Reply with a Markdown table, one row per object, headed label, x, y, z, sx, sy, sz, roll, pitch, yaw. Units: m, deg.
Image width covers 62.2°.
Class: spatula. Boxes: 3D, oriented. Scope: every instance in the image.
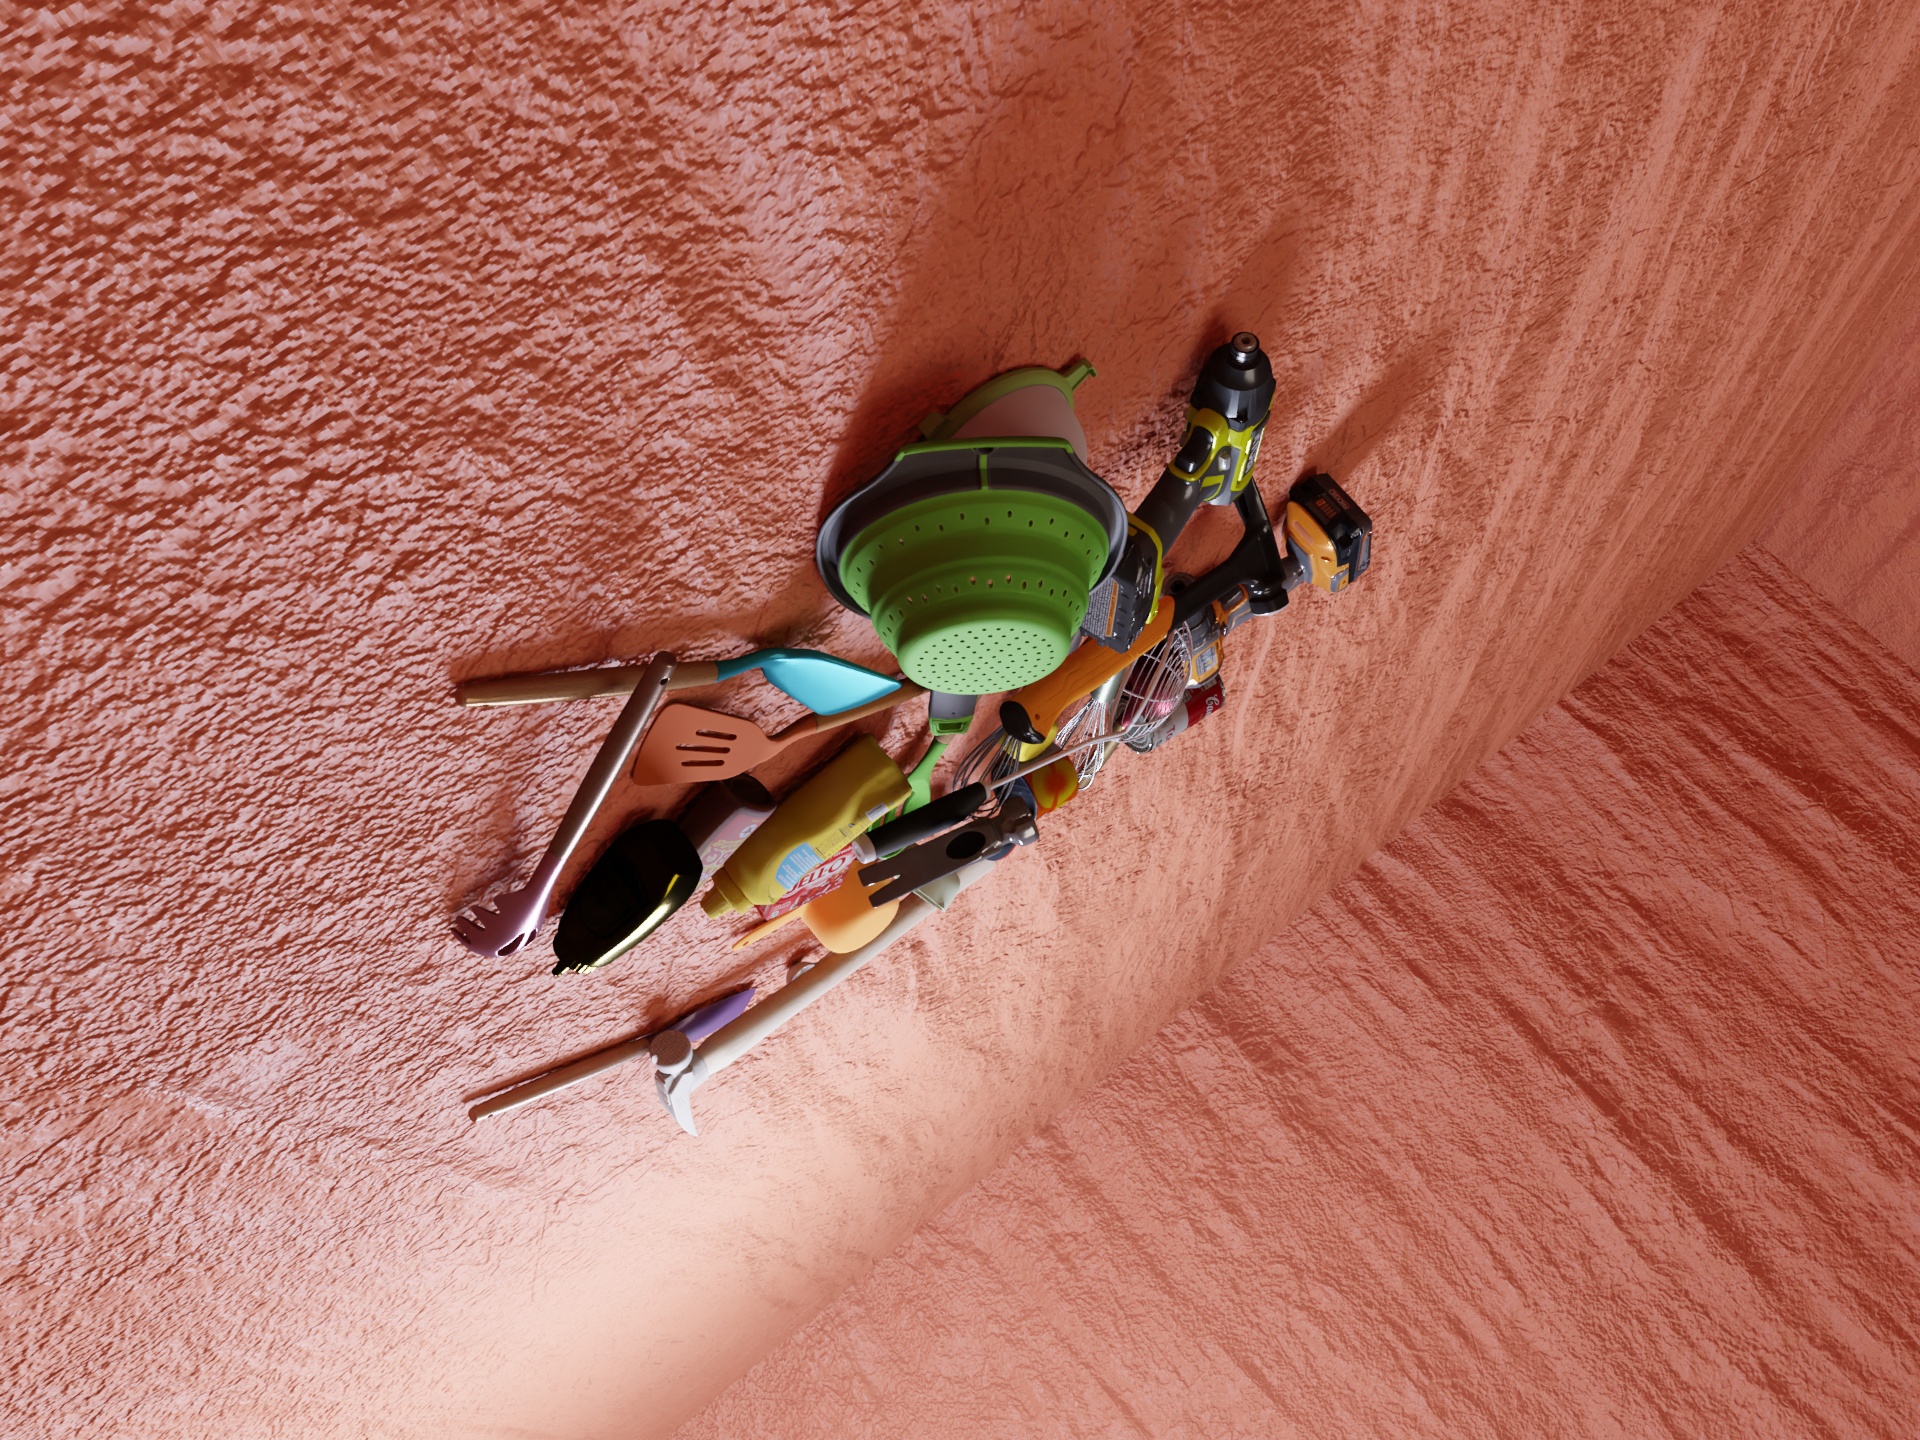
| label | x | y | z | sx | sy | sz | roll | pitch | yaw |
| --- | --- | --- | --- | --- | --- | --- | --- | --- | --- |
| spatula | -0.101 | -0.010 | 1.186 | 0.322 | 0.041 | 0.081 | -22 | 150 | -48 |
| spatula | -0.305 | 0.302 | 1.434 | 0.316 | 0.018 | 0.059 | -14 | 144 | -50 |
| spatula | -0.175 | -0.019 | 1.009 | 0.082 | 0.044 | 0.317 | -20 | 172 | 41 |

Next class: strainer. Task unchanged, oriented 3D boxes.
| label | x | y | z | sx | sy | sz | roll | pitch | yaw |
| --- | --- | --- | --- | --- | --- | --- | --- | --- | --- |
| strainer | 0.022 | -0.125 | 1.108 | 0.151 | 0.069 | 0.256 | -26 | 152 | -33 |

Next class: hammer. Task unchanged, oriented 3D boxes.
| label | x | y | z | sx | sy | sz | roll | pitch | yaw |
| --- | --- | --- | --- | --- | --- | --- | --- | --- | --- |
| hammer | 0.003 | 0.117 | 1.409 | 0.143 | 0.038 | 0.386 | -24 | 174 | 2 |
| hammer | -0.124 | 0.249 | 1.566 | 0.410 | 0.038 | 0.146 | -34 | 146 | -27 |
| hammer | 0.151 | -0.082 | 1.293 | 0.337 | 0.034 | 0.127 | -34 | 114 | -34 |

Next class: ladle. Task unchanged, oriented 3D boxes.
| label | x | y | z | sx | sy | sz | roll | pitch | yaw |
| --- | --- | --- | --- | --- | --- | --- | --- | --- | --- |
| ladle | 0.157 | 0.009 | 1.583 | 0.031 | 0.069 | 0.315 | -10 | 159 | -16 |

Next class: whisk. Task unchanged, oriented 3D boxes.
| label | x | y | z | sx | sy | sz | roll | pitch | yaw |
| --- | --- | --- | --- | --- | --- | --- | --- | --- | --- |
| whisk | 0.132 | -0.020 | 1.517 | 0.059 | 0.058 | 0.246 | -17 | 144 | -30 |
| whisk | 0.052 | 0.000 | 1.424 | 0.055 | 0.055 | 0.238 | -14 | 141 | -49 |

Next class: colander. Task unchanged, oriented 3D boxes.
| label | x | y | z | sx | sy | sz | roll | pitch | yaw |
| --- | --- | --- | --- | --- | --- | --- | --- | --- | --- |
| colander | 0.007 | -0.045 | 1.096 | 0.204 | 0.095 | 0.396 | -3 | 155 | -5 |

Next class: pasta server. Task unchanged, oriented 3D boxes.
| label | x | y | z | sx | sy | sz | roll | pitch | yaw |
| --- | --- | --- | --- | --- | --- | --- | --- | --- | --- |
| pasta server | -0.251 | 0.061 | 1.018 | 0.060 | 0.040 | 0.316 | -15 | 150 | -48 |

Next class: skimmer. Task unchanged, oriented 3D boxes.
| label | x | y | z | sx | sy | sz | roll | pitch | yaw |
| --- | --- | --- | --- | --- | --- | --- | --- | --- | --- |
| skimmer | 0.054 | 0.011 | 1.343 | 0.363 | 0.090 | 0.127 | -25 | 167 | -25 |

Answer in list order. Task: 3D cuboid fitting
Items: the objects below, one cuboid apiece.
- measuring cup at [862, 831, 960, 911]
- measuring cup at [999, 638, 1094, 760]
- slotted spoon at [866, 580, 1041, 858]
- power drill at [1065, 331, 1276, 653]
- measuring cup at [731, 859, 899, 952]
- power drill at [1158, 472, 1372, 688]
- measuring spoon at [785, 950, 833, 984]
| label | x | y | z | sx | sy | sz | roll | pitch | yaw |
| --- | --- | --- | --- | --- | --- | --- | --- | --- | --- |
| measuring cup | -0.052 | 0.123 | 1.472 | 0.038 | 0.083 | 0.167 | -52 | 143 | -11 |
| measuring cup | 0.095 | -0.021 | 1.471 | 0.156 | 0.029 | 0.062 | -49 | 157 | 24 |
| slotted spoon | -0.002 | -0.004 | 1.343 | 0.070 | 0.031 | 0.313 | -4 | 135 | -47 |
| power drill | 0.156 | -0.174 | 1.184 | 0.223 | 0.080 | 0.171 | -52 | 163 | -22 |
| measuring cup | -0.130 | 0.191 | 1.467 | 0.173 | 0.052 | 0.095 | -25 | 153 | -40 |
| power drill | 0.276 | -0.135 | 1.500 | 0.226 | 0.084 | 0.185 | -36 | 156 | -2 |
| measuring spoon | -0.131 | 0.231 | 1.599 | 0.124 | 0.018 | 0.034 | -33 | 145 | -36 |
